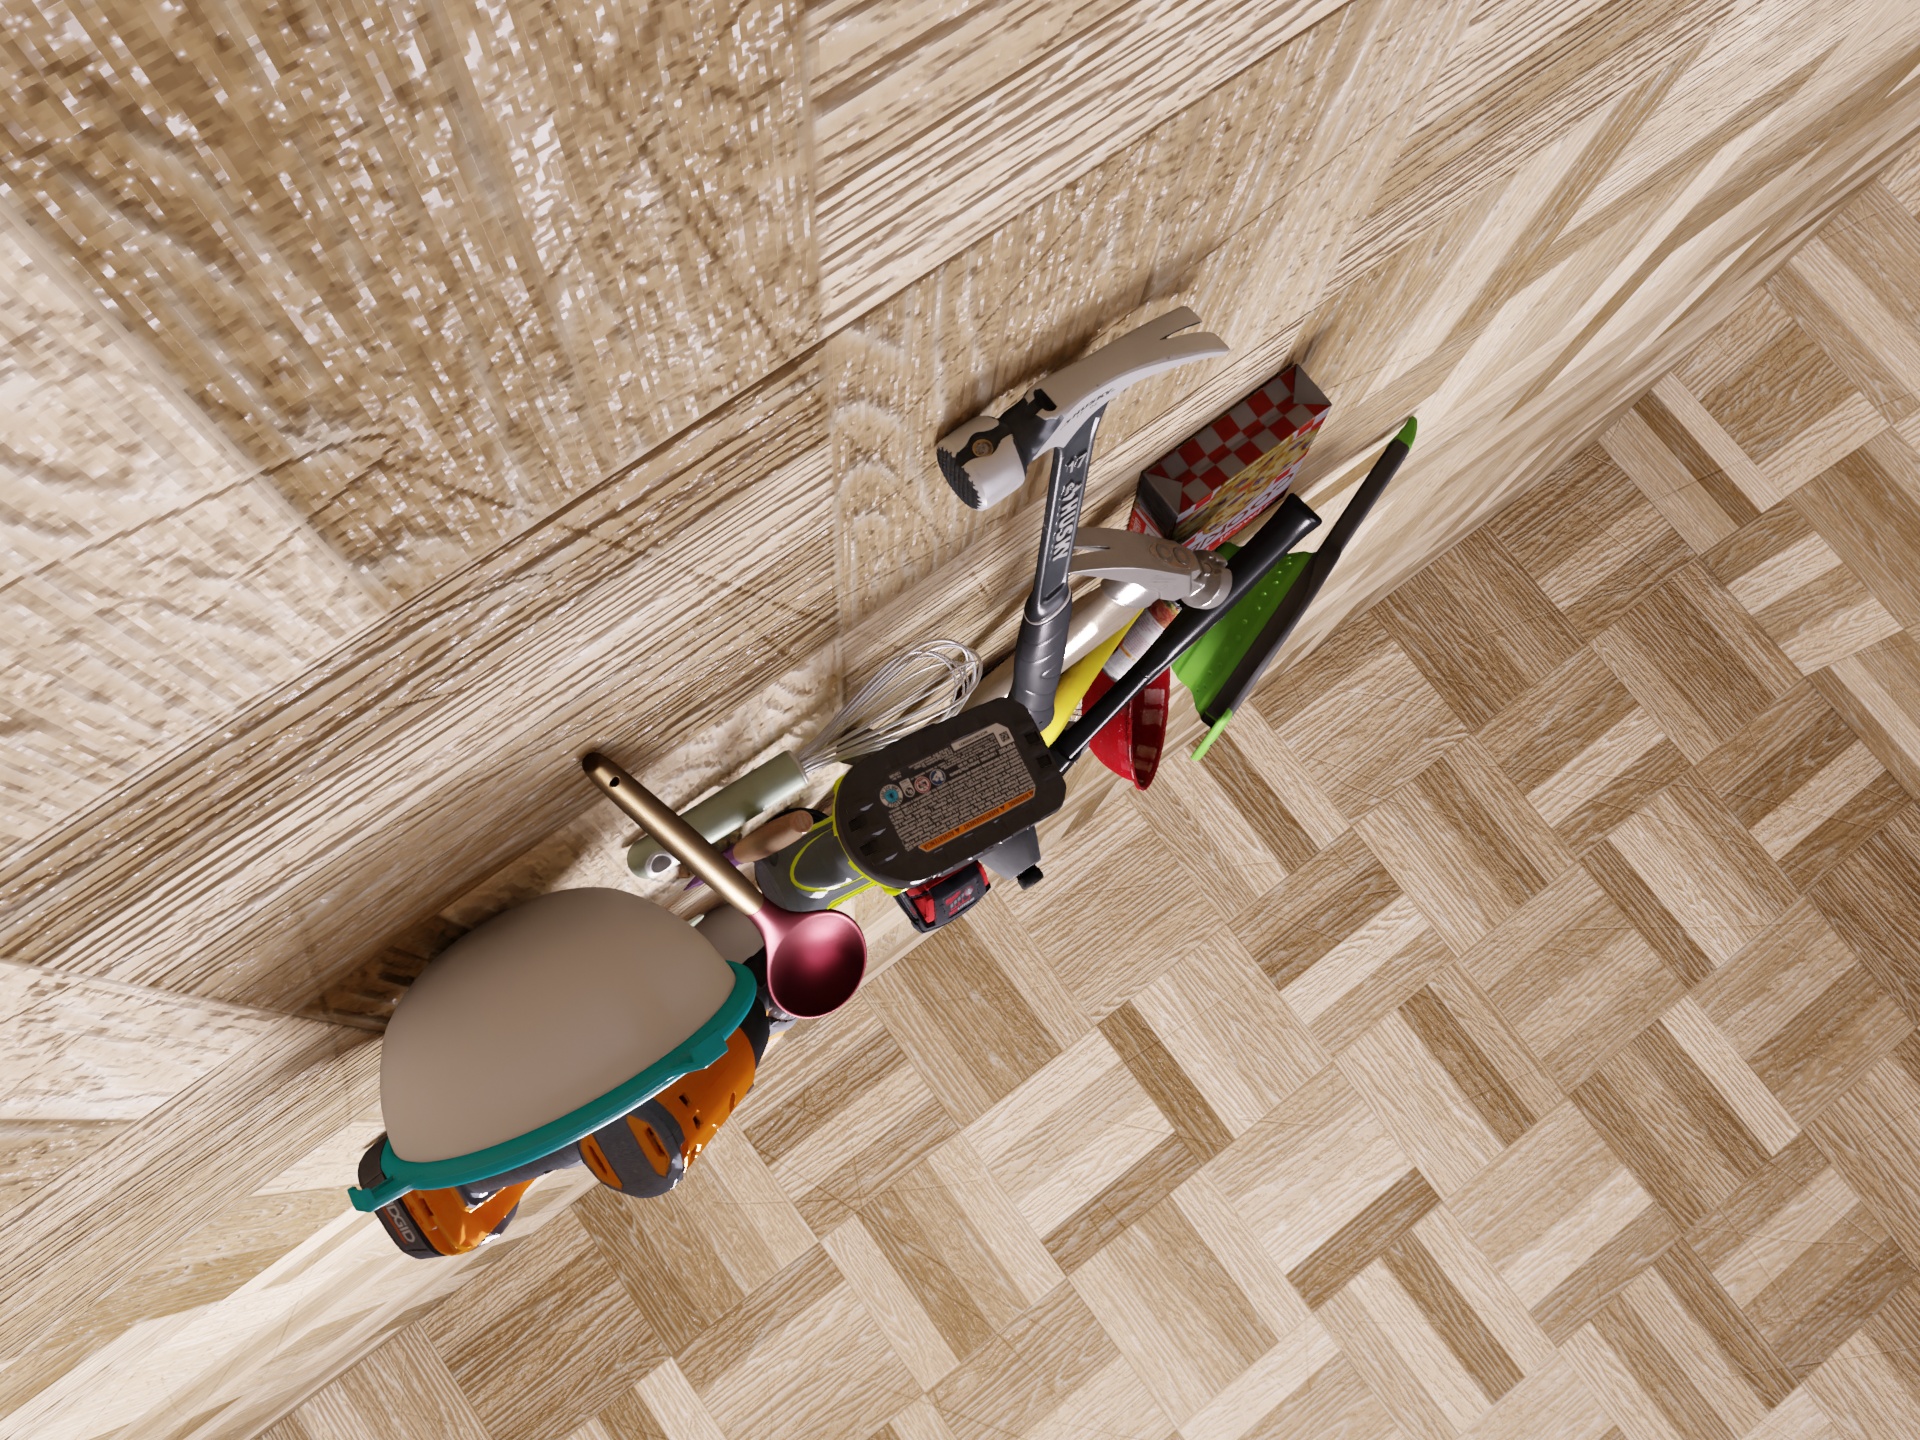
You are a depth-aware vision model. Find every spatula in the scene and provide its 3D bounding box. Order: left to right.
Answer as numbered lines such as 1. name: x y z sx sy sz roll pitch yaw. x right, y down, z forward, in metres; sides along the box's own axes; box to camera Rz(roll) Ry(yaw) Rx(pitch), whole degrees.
1. spatula: -0.133 0.081 0.994 0.060 0.018 0.316 -37 -177 -20

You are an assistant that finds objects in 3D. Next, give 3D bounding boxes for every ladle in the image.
1. ladle: -0.124 0.091 0.865 0.069 0.031 0.315 -52 149 -12

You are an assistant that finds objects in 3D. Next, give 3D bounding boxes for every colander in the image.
1. colander: 0.285 -0.149 1.427 0.397 0.094 0.204 -53 173 -21

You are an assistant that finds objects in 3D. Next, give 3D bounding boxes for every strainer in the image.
1. strainer: -0.226 0.135 0.900 0.211 0.095 0.340 -23 -168 0
2. strainer: -0.235 0.222 1.294 0.256 0.069 0.151 -36 173 -6

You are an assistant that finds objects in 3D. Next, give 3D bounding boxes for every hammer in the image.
1. hammer: -0.002 -0.004 1.108 0.146 0.038 0.410 5 147 -42
2. hammer: 0.052 -0.078 0.874 0.149 0.036 0.408 -36 164 -14
3. hammer: 0.151 -0.049 1.210 0.334 0.035 0.146 -47 178 34

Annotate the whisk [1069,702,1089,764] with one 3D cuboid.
1. whisk: 0.072 -0.004 1.391 0.070 0.070 0.284 -38 165 5

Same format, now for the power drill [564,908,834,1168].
1. power drill: -0.183 0.210 1.102 0.185 0.084 0.226 -48 162 18

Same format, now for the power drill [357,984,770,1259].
1. power drill: -0.216 0.222 0.919 0.226 0.084 0.164 -22 -168 26

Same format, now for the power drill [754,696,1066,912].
1. power drill: -0.028 0.059 0.997 0.171 0.080 0.223 -26 176 -22

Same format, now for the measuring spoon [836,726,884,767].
1. measuring spoon: -0.068 0.032 1.100 0.034 0.018 0.124 -15 157 -7

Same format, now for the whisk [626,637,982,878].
1. whisk: -0.092 0.023 0.957 0.246 0.059 0.057 -32 133 -11

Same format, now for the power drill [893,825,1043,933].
1. power drill: -0.002 0.101 1.357 0.078 0.143 0.219 -30 171 -26

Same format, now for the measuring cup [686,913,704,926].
1. measuring cup: -0.250 0.167 1.078 0.167 0.038 0.083 -34 170 -29
